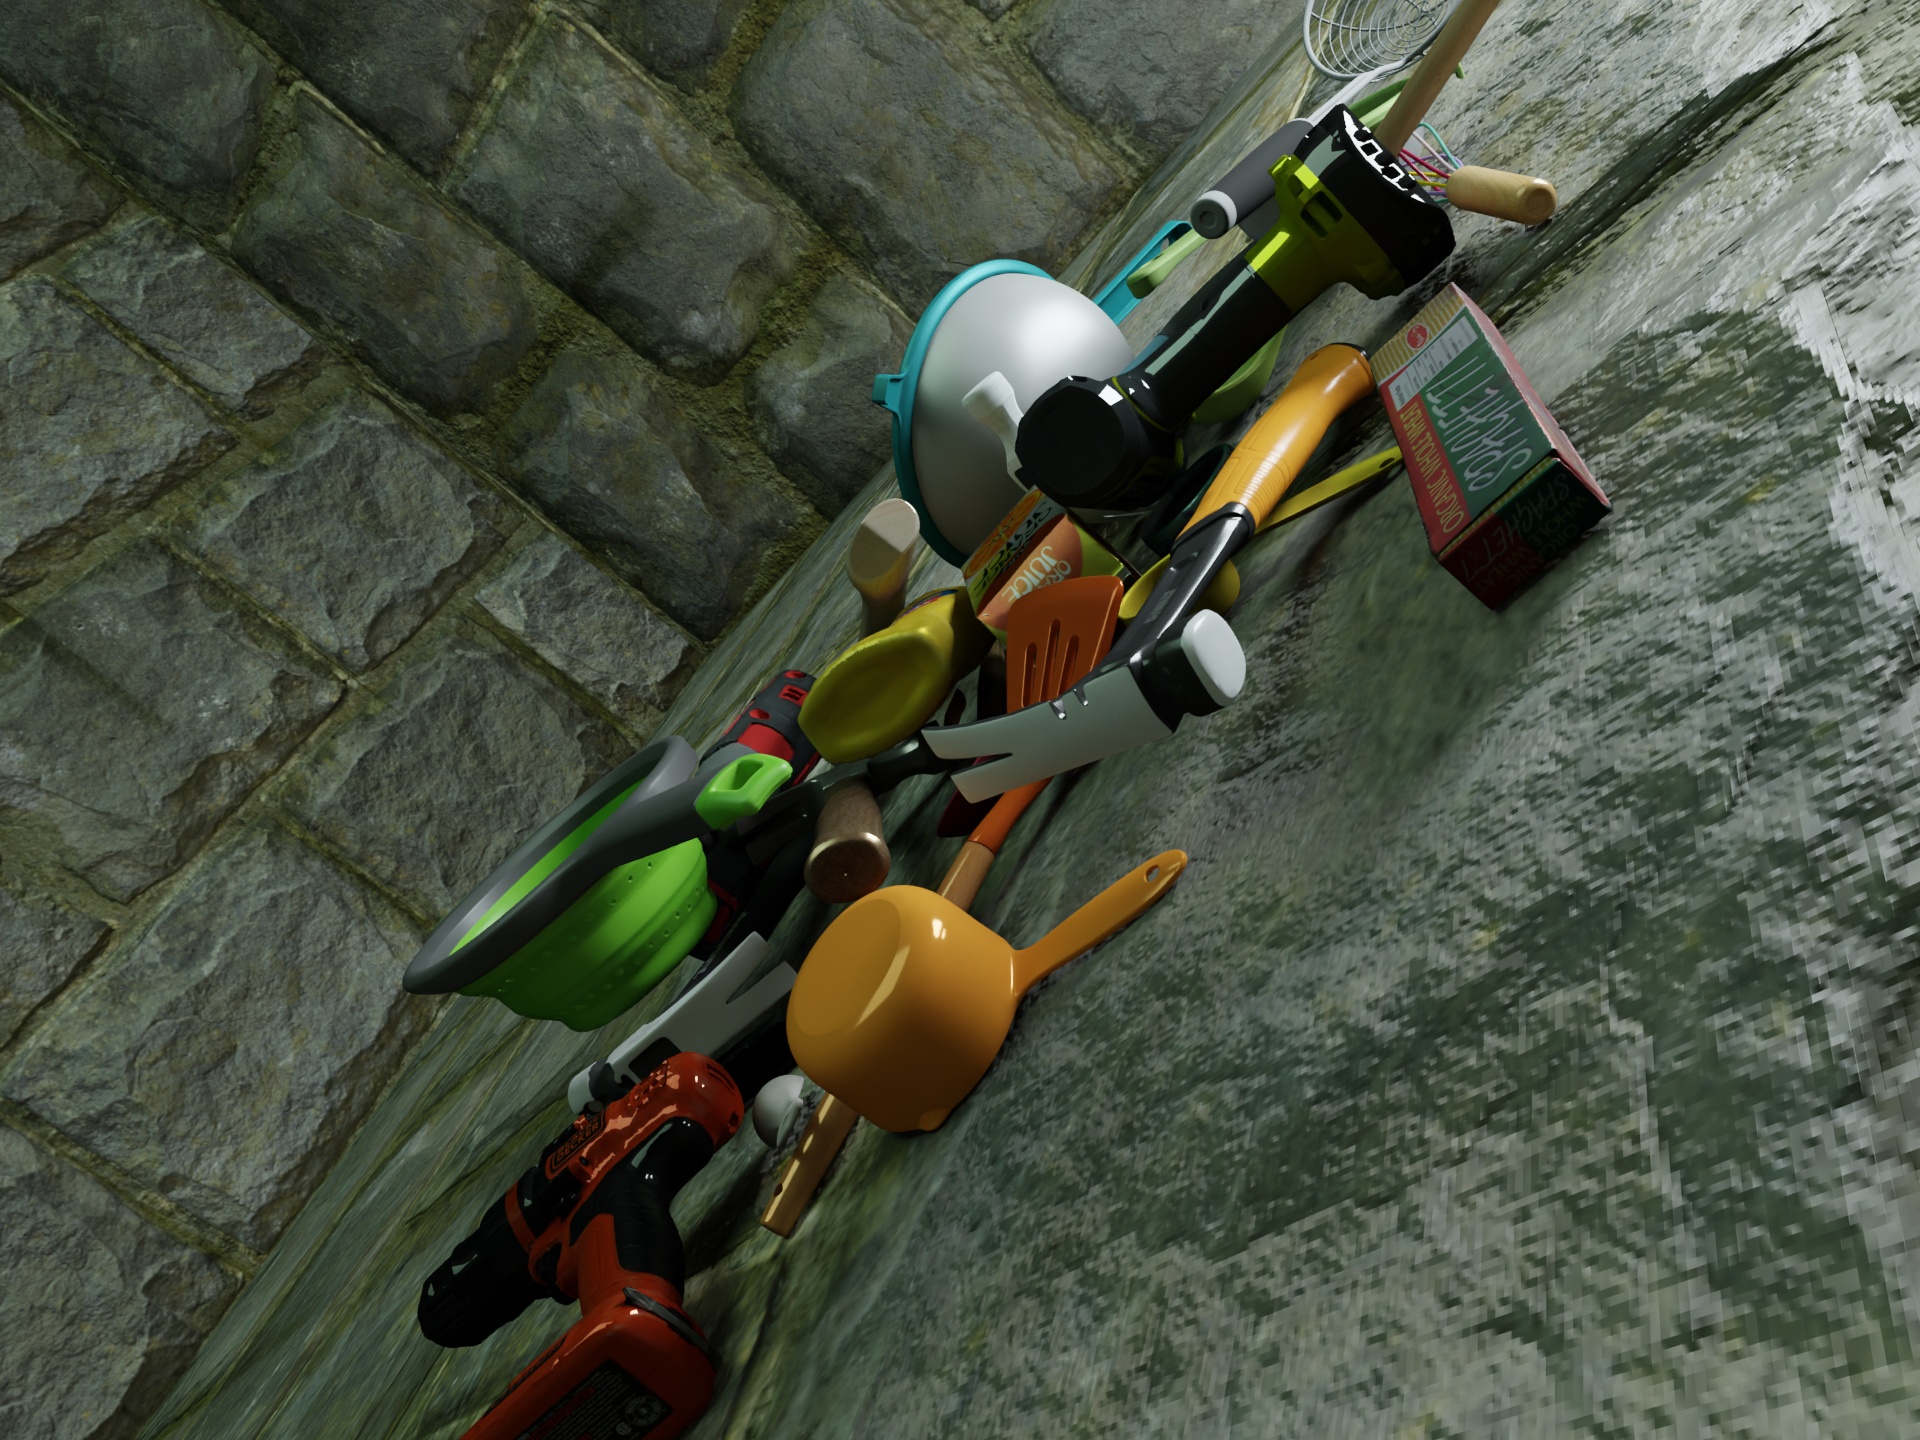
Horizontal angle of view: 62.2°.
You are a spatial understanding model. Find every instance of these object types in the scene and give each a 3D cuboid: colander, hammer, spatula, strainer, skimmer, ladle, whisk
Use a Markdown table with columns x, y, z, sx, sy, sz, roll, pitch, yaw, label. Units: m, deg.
| x | y | z | sx | sy | sz | roll | pitch | yaw | label |
| --- | --- | --- | --- | --- | --- | --- | --- | --- | --- |
| -0.164 | 0.092 | 0.838 | 0.204 | 0.094 | 0.397 | -48 | 15 | -31 | colander |
| 0.106 | -0.081 | 0.664 | 0.127 | 0.034 | 0.337 | -23 | 18 | 40 | hammer |
| 0.142 | -0.245 | 1.024 | 0.331 | 0.128 | 0.033 | -46 | 13 | -29 | hammer |
| -0.058 | 0.049 | 0.797 | 0.130 | 0.031 | 0.331 | -24 | 5 | -1 | hammer |
| -0.009 | 0.072 | 0.701 | 0.081 | 0.041 | 0.323 | -7 | 47 | 52 | spatula |
| 0.095 | -0.240 | 1.082 | 0.095 | 0.210 | 0.340 | 15 | 54 | 41 | strainer |
| 0.202 | -0.381 | 0.907 | 0.127 | 0.090 | 0.363 | -12 | 27 | 44 | skimmer |
| 0.016 | -0.004 | 0.913 | 0.069 | 0.031 | 0.315 | -59 | 7 | 16 | ladle |
| -0.050 | -0.071 | 1.084 | 0.146 | 0.038 | 0.410 | -53 | -4 | -14 | hammer |
| -0.109 | 0.103 | 0.948 | 0.146 | 0.035 | 0.335 | -38 | 10 | 27 | hammer |
| 0.201 | -0.308 | 0.985 | 0.256 | 0.069 | 0.151 | -41 | 18 | -25 | strainer |
| 0.204 | -0.292 | 0.879 | 0.078 | 0.062 | 0.320 | -86 | 22 | -46 | ladle |
| 0.263 | -0.284 | 0.838 | 0.051 | 0.047 | 0.245 | -59 | 13 | 18 | whisk |

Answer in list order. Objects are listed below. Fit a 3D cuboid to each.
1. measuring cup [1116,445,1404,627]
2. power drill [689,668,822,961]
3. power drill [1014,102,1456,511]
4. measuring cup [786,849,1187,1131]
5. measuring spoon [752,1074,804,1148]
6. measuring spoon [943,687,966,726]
| x | y | z | sx | sy | sz | roll | pitch | yaw | label |
| --- | --- | --- | --- | --- | --- | --- | --- | --- | --- |
| 0.139 | -0.076 | 0.707 | 0.156 | 0.029 | 0.062 | -28 | 20 | 33 | measuring cup |
| -0.157 | 0.070 | 1.077 | 0.143 | 0.078 | 0.219 | -55 | 0 | -37 | power drill |
| 0.142 | -0.196 | 0.833 | 0.228 | 0.080 | 0.190 | -42 | -9 | 19 | power drill |
| 0.003 | 0.084 | 0.593 | 0.173 | 0.052 | 0.095 | -38 | 29 | 27 | measuring cup |
| -0.080 | 0.169 | 0.688 | 0.124 | 0.018 | 0.034 | 126 | 168 | -77 | measuring spoon |
| -0.001 | -0.003 | 0.931 | 0.117 | 0.011 | 0.021 | -97 | 31 | -83 | measuring spoon |
